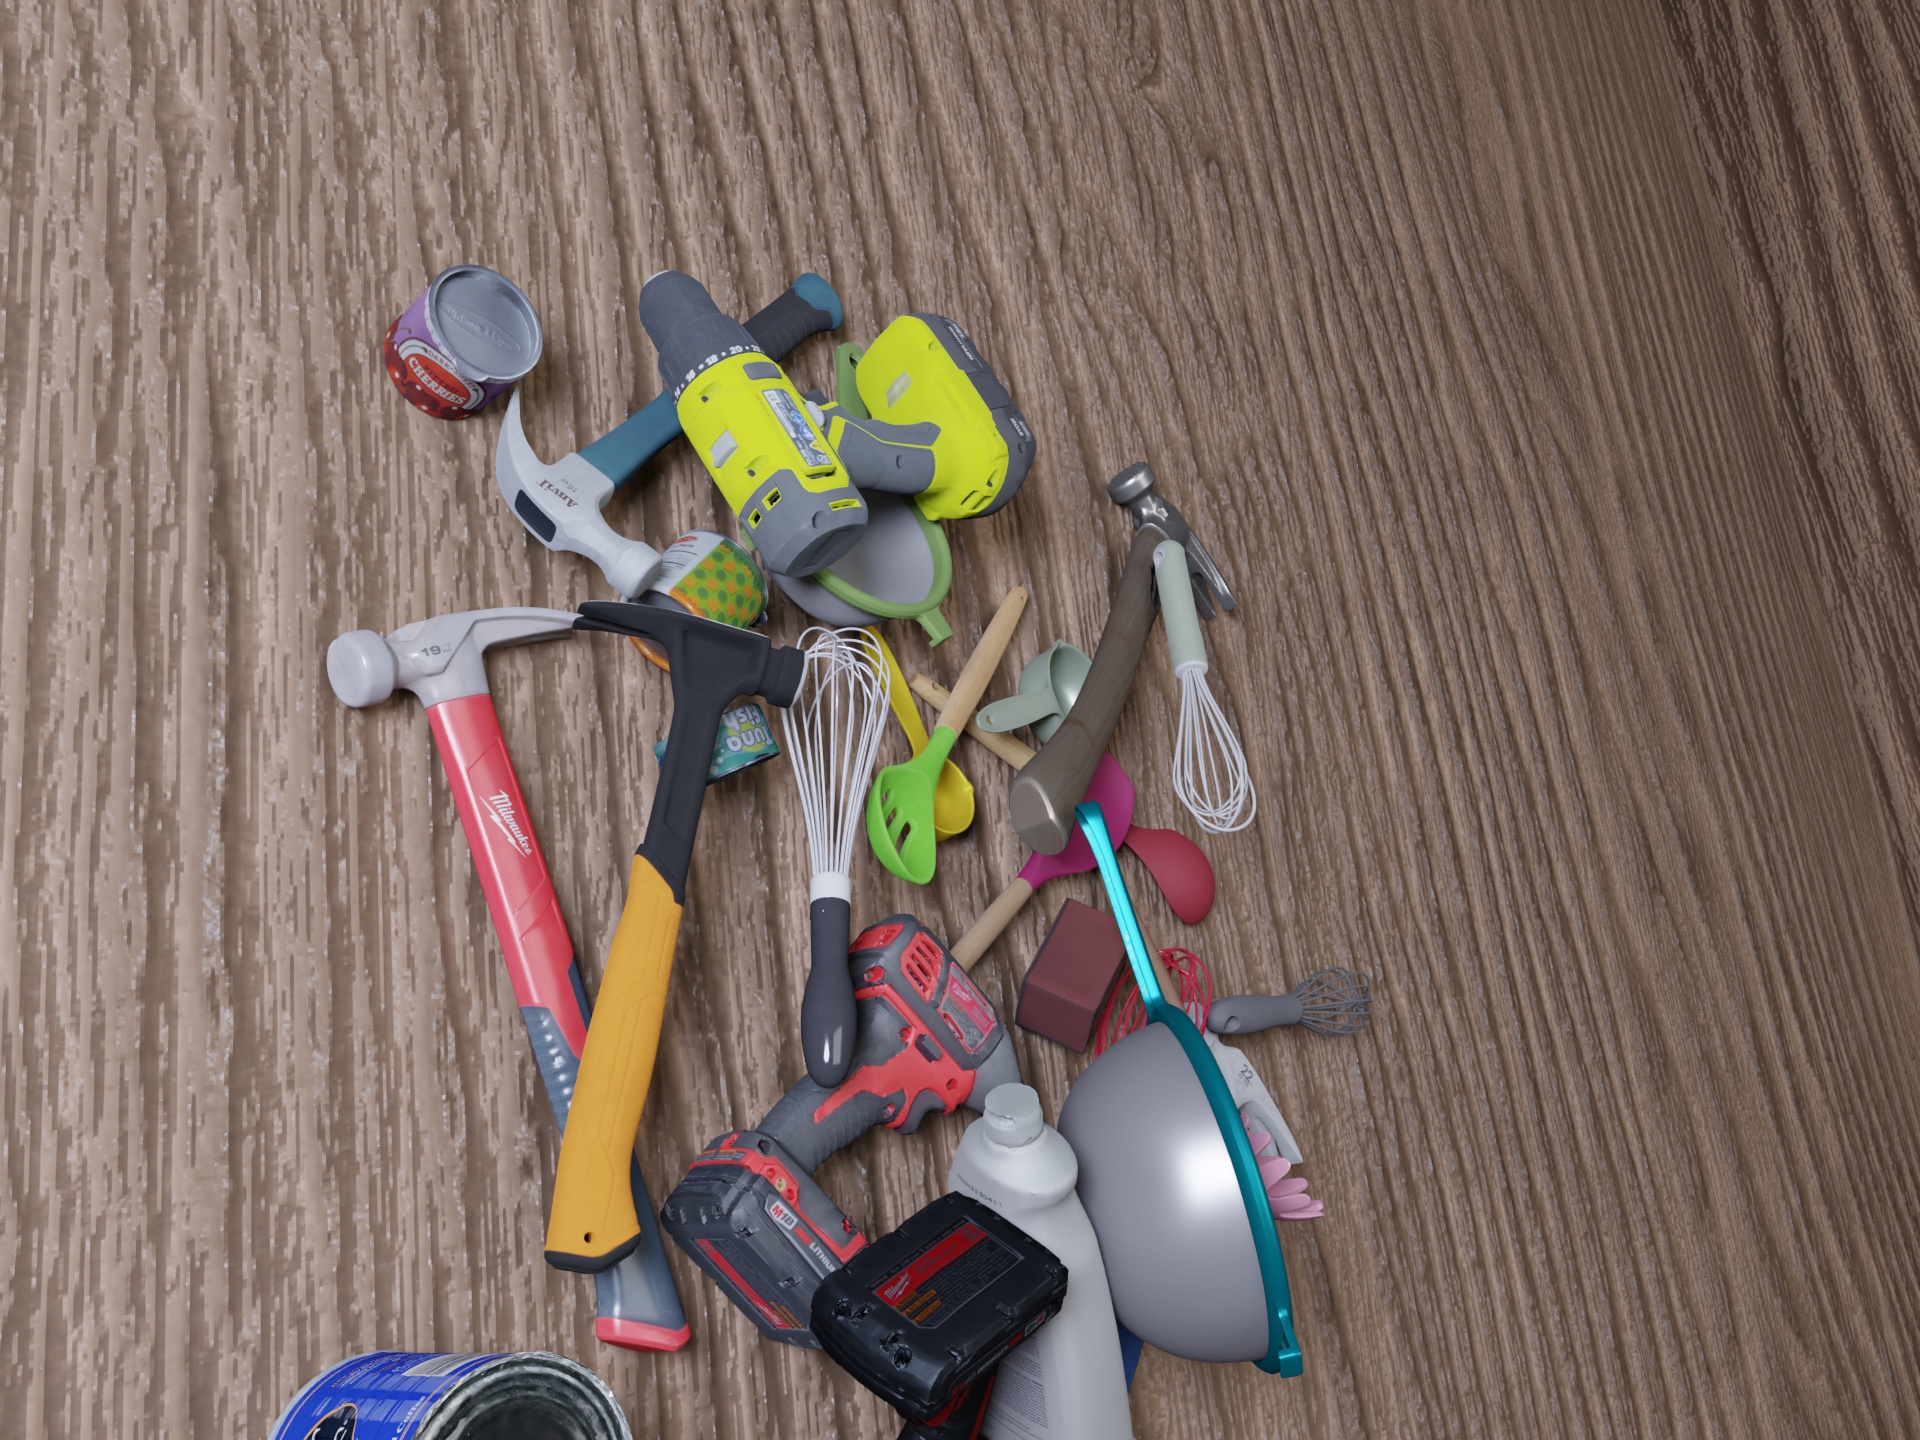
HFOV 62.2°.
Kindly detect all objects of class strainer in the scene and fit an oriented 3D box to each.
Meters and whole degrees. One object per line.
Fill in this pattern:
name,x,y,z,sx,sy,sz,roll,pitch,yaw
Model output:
strainer,0.091,0.218,0.931,0.095,0.211,0.340,-15,76,-6
strainer,-0.085,-0.150,1.035,0.151,0.069,0.257,27,39,-29

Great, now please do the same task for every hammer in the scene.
hammer,0.121,0.379,1.032,0.144,0.035,0.406,50,46,-17
hammer,-0.200,0.129,0.819,0.143,0.038,0.386,-15,84,-48
hammer,-0.164,0.100,0.799,0.127,0.034,0.337,15,65,-17
hammer,0.117,-0.036,1.143,0.146,0.038,0.411,52,36,-19
hammer,-0.160,-0.198,0.971,0.128,0.033,0.331,36,43,-1

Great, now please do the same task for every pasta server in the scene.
pasta server,0.146,0.192,1.016,0.060,0.040,0.317,52,10,-37

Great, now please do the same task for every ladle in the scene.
ladle,0.082,0.054,1.132,0.315,0.031,0.069,36,44,-27

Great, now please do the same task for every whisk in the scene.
whisk,0.248,0.214,1.192,0.238,0.055,0.055,7,69,-51
whisk,-0.073,0.068,0.892,0.070,0.070,0.285,24,50,-36
whisk,0.097,0.271,1.039,0.073,0.073,0.296,44,54,-23
whisk,0.167,-0.029,1.137,0.059,0.057,0.247,7,56,-19

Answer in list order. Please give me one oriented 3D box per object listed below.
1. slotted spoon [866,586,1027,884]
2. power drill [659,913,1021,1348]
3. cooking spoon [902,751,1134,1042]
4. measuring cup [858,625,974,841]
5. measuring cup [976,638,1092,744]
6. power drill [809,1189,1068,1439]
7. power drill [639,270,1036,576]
slotted spoon,-0.002,-0.003,1.040,0.070,0.031,0.314,59,32,-24
power drill,-0.050,0.228,0.885,0.143,0.078,0.220,52,50,-16
cooking spoon,0.027,0.124,1.037,0.068,0.017,0.319,55,50,-12
measuring cup,-0.040,0.008,1.038,0.062,0.029,0.157,-6,67,-48
measuring cup,0.048,-0.006,1.097,0.167,0.038,0.083,-16,81,-54
power drill,-0.035,0.371,0.792,0.188,0.080,0.226,-20,127,-46
power drill,-0.075,-0.188,0.955,0.228,0.080,0.191,-17,71,-50
